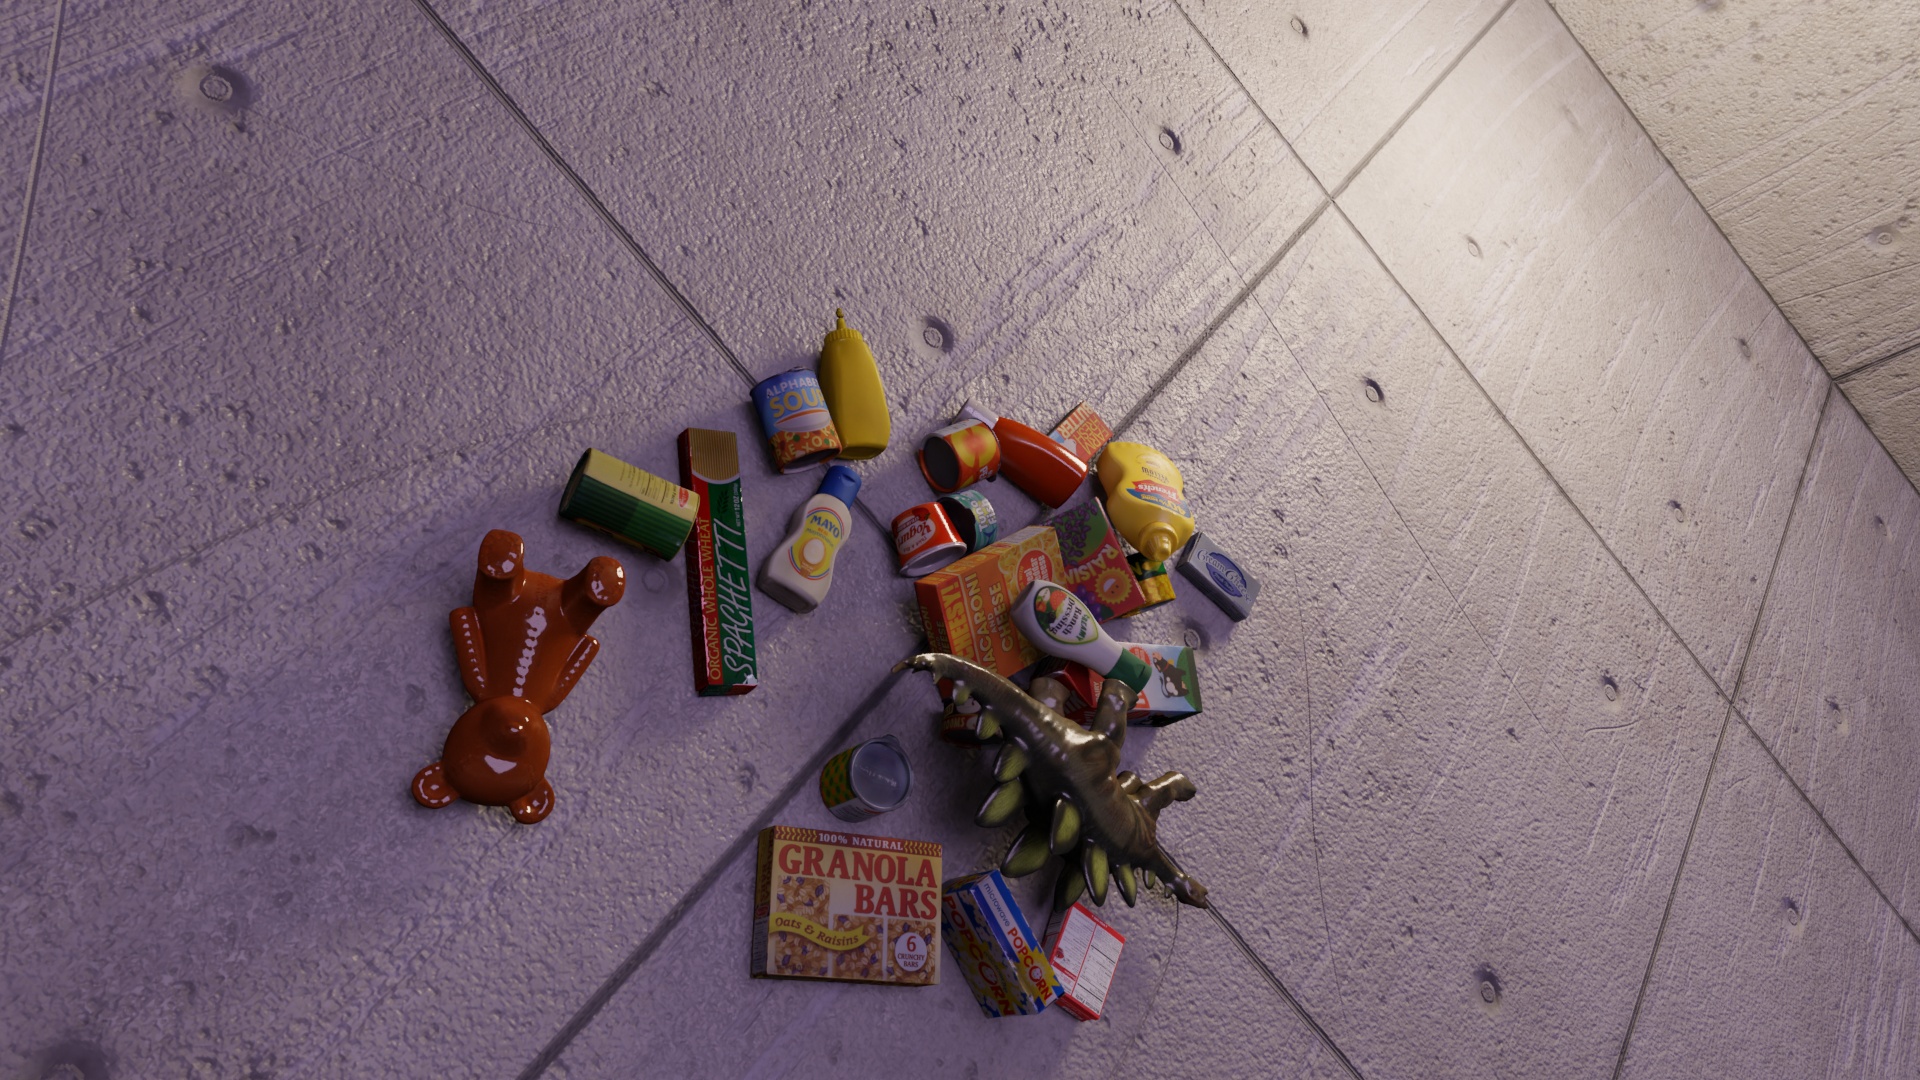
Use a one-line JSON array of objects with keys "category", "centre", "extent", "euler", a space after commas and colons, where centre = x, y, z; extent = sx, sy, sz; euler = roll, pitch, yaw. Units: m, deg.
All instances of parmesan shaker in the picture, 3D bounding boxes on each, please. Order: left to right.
[{"category": "parmesan shaker", "centre": [-0.289, -0.032, 1.213], "extent": [0.103, 0.071, 0.071], "euler": [25, 58, -23]}]

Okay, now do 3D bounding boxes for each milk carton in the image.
[{"category": "milk carton", "centre": [0.152, 0.148, 1.429], "extent": [0.191, 0.072, 0.073], "euler": [6, 66, -32]}]

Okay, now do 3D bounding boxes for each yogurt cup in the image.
[{"category": "yogurt cup", "centre": [-0.034, -0.002, 1.374], "extent": [0.072, 0.072, 0.054], "euler": [-10, 68, -37]}]

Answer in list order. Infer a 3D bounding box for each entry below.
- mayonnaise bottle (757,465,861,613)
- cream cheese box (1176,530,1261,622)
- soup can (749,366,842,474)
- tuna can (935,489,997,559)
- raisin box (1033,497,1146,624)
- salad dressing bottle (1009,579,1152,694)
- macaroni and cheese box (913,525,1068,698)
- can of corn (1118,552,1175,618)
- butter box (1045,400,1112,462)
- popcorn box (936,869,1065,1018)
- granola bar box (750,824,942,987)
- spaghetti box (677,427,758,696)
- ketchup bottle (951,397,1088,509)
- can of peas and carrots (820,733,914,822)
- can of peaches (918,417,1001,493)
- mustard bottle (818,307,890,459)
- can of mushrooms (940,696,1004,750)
[{"category": "mayonnaise bottle", "centre": [-0.137, -0.006, 1.319], "extent": [0.065, 0.041, 0.149], "euler": [33, 55, -16]}, {"category": "cream cheese box", "centre": [0.300, 0.042, 1.607], "extent": [0.103, 0.024, 0.054], "euler": [41, 52, -13]}, {"category": "soup can", "centre": [-0.157, -0.115, 1.334], "extent": [0.071, 0.071, 0.084], "euler": [-15, 79, -38]}, {"category": "tuna can", "centre": [0.005, -0.018, 1.402], "extent": [0.033, 0.071, 0.071], "euler": [-21, 83, -40]}, {"category": "raisin box", "centre": [0.131, 0.028, 1.461], "extent": [0.086, 0.040, 0.123], "euler": [-25, 83, 6]}, {"category": "salad dressing bottle", "centre": [0.119, 0.097, 1.355], "extent": [0.147, 0.043, 0.064], "euler": [35, 58, -8]}, {"category": "macaroni and cheese box", "centre": [0.037, 0.071, 1.380], "extent": [0.167, 0.040, 0.123], "euler": [-25, 108, -38]}, {"category": "can of corn", "centre": [0.192, 0.047, 1.504], "extent": [0.071, 0.071, 0.058], "euler": [-11, 77, -37]}, {"category": "butter box", "centre": [0.124, -0.109, 1.553], "extent": [0.053, 0.024, 0.104], "euler": [49, 51, -6]}, {"category": "popcorn box", "centre": [0.029, 0.362, 1.244], "extent": [0.038, 0.085, 0.126], "euler": [-27, 87, -38]}, {"category": "granola bar box", "centre": [-0.097, 0.319, 1.206], "extent": [0.166, 0.039, 0.124], "euler": [14, 63, -29]}, {"category": "spaghetti box", "centre": [-0.221, 0.017, 1.260], "extent": [0.050, 0.028, 0.251], "euler": [4, 68, -32]}, {"category": "ketchup bottle", "centre": [0.061, -0.097, 1.483], "extent": [0.149, 0.064, 0.044], "euler": [34, 40, -8]}, {"category": "can of peas and carrots", "centre": [-0.084, 0.214, 1.248], "extent": [0.071, 0.058, 0.071], "euler": [15, 62, -29]}, {"category": "can of peaches", "centre": [0.000, -0.085, 1.431], "extent": [0.058, 0.071, 0.071], "euler": [-23, 84, -38]}, {"category": "mustard bottle", "centre": [-0.111, -0.161, 1.399], "extent": [0.065, 0.048, 0.160], "euler": [4, 67, -33]}, {"category": "can of mushrooms", "centre": [0.013, 0.175, 1.327], "extent": [0.071, 0.070, 0.033], "euler": [21, 61, -26]}]
